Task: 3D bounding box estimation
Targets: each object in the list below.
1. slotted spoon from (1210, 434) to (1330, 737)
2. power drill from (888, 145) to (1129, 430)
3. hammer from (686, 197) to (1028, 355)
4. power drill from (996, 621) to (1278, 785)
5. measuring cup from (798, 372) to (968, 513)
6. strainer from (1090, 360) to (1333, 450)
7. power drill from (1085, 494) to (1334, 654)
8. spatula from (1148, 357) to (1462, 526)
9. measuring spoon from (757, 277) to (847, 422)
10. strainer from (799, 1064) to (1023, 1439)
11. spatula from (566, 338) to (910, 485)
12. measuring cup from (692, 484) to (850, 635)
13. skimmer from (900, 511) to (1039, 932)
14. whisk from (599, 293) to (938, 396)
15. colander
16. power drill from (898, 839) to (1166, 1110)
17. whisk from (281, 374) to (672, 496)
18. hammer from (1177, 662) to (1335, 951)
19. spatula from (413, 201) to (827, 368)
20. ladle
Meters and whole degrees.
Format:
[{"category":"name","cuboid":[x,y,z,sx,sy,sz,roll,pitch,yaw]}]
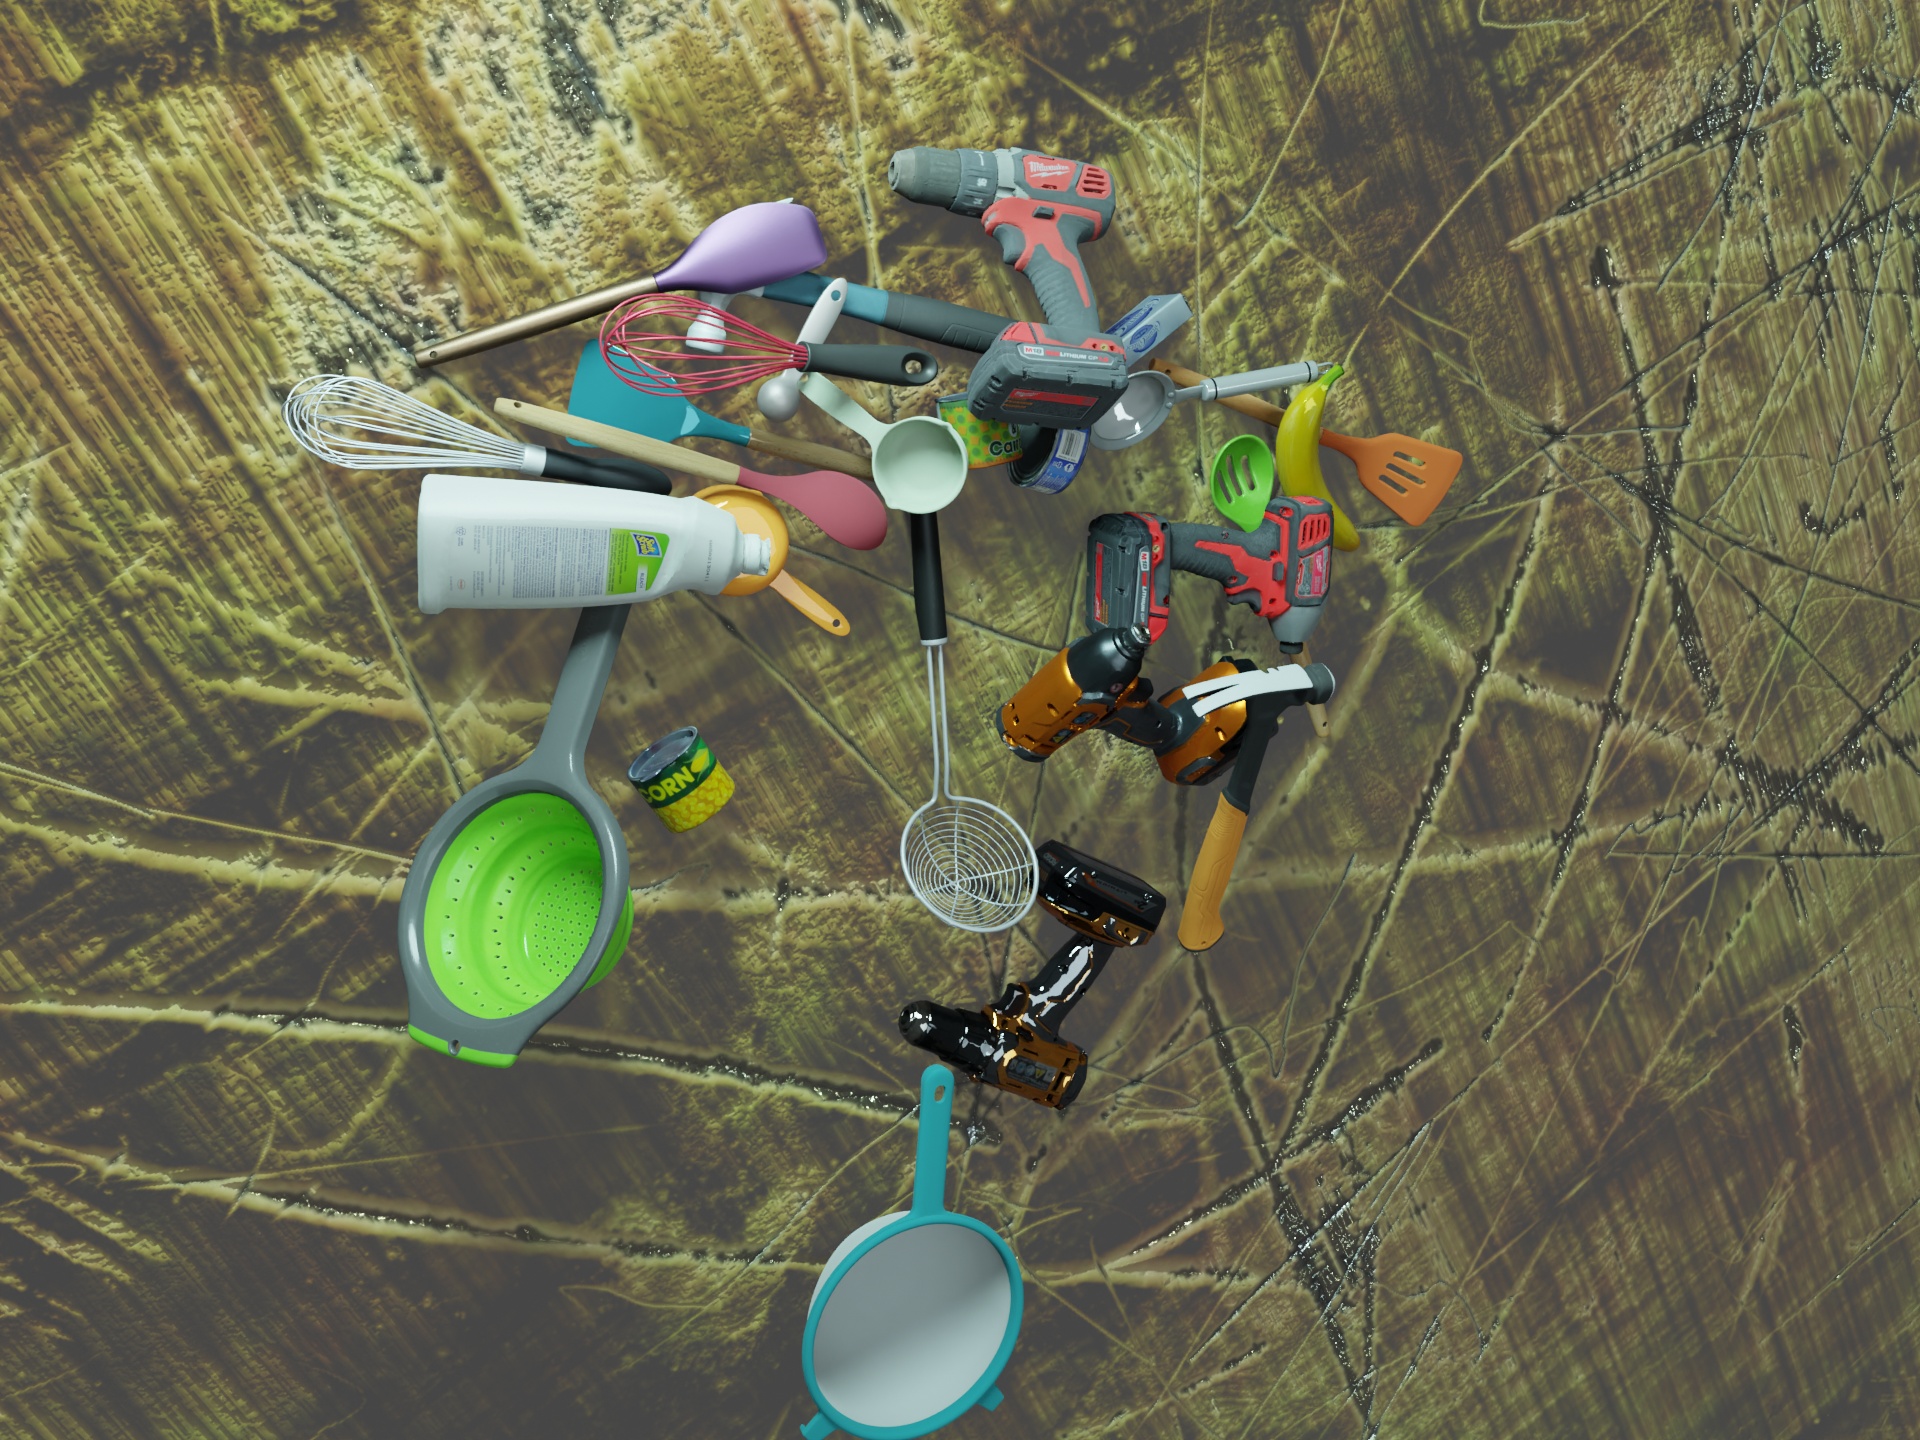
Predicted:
[{"category":"slotted spoon","cuboid":[0.295,-0.120,1.482,0.070,0.031,0.313,-29,112,-15]},{"category":"power drill","cuboid":[0.040,-0.354,1.260,0.187,0.080,0.227,2,71,-21]},{"category":"hammer","cuboid":[-0.051,-0.329,1.285,0.330,0.033,0.128,8,99,-25]},{"category":"power drill","cuboid":[0.163,-0.017,1.359,0.226,0.164,0.084,10,53,-36]},{"category":"measuring cup","cuboid":[-0.067,-0.234,1.276,0.167,0.038,0.083,37,107,-2]},{"category":"strainer","cuboid":[0.207,-0.286,1.383,0.258,0.050,0.086,-12,146,-13]},{"category":"power drill","cuboid":[0.226,-0.122,1.407,0.219,0.079,0.143,-6,109,-17]},{"category":"spatula","cuboid":[0.311,-0.265,1.450,0.322,0.041,0.081,17,119,-24]},{"category":"measuring spoon","cuboid":[-0.118,-0.288,1.236,0.034,0.018,0.124,27,94,-28]},{"category":"strainer","cuboid":[-0.050,0.460,1.414,0.211,0.095,0.340,2,98,-26]},{"category":"spatula","cuboid":[-0.150,-0.222,1.270,0.317,0.044,0.082,11,96,-30]},{"category":"measuring cup","cuboid":[-0.149,-0.118,1.273,0.173,0.052,0.095,37,85,-23]},{"category":"skimmer","cuboid":[-0.002,-0.004,1.339,0.127,0.090,0.363,-12,104,-30]},{"category":"whisk","cuboid":[-0.136,-0.273,1.192,0.295,0.073,0.073,-5,103,-39]},{"category":"colander","cuboid":[-0.297,0.069,1.225,0.094,0.204,0.397,36,66,-59]},{"category":"power drill","cuboid":[0.062,0.224,1.424,0.185,0.084,0.226,25,95,-24]},{"category":"whisk","cuboid":[-0.348,-0.199,1.172,0.284,0.070,0.070,8,97,-29]},{"category":"hammer","cuboid":[0.231,0.090,1.404,0.127,0.034,0.336,-9,135,-17]},{"category":"spatula","cuboid":[-0.253,-0.320,1.186,0.316,0.018,0.059,-22,102,-10]},{"category":"ladle","cuboid":[-0.195,-0.194,1.210,0.315,0.031,0.069,14,54,-22]}]
